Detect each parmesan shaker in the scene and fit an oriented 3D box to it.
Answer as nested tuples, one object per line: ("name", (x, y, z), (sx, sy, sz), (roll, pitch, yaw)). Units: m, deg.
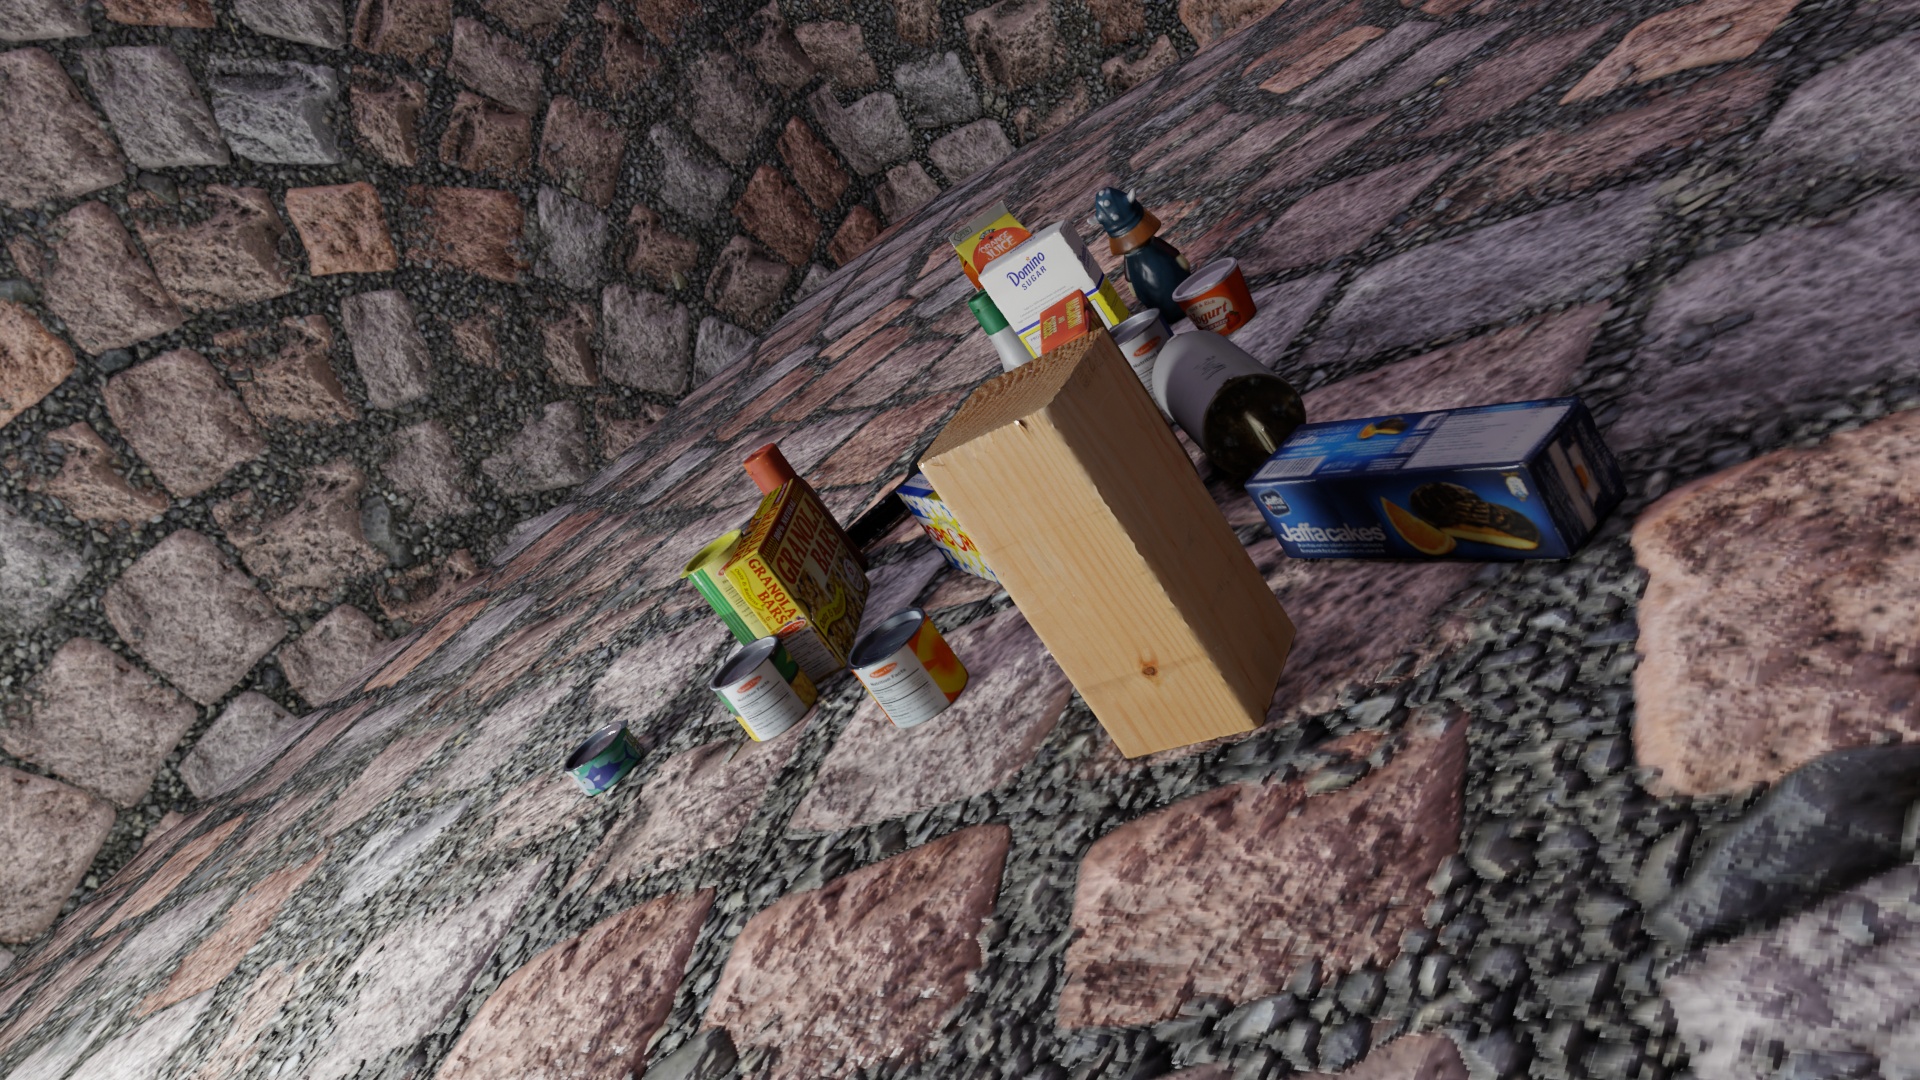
("parmesan shaker", (-0.205, 0.051, 1.307), (0.071, 0.103, 0.071), (-31, 18, 11))

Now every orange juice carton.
("orange juice carton", (0.068, -0.261, 1.475), (0.072, 0.192, 0.073), (-36, 17, -2))

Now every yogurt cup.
("yogurt cup", (0.240, -0.224, 1.299), (0.072, 0.054, 0.072), (-31, 18, 11))

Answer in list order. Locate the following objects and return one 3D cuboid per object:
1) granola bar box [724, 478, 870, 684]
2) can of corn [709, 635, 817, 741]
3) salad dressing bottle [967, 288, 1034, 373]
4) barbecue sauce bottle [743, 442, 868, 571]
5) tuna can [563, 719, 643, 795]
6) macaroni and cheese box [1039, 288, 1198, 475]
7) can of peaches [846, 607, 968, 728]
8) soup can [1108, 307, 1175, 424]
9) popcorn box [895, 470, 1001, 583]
("granola bar box", (-0.136, 0.031, 1.197), (0.039, 0.124, 0.166), (-30, 18, 15))
("can of corn", (-0.158, 0.118, 1.121), (0.071, 0.058, 0.071), (-31, 18, 11))
("salad dressing bottle", (0.062, -0.180, 1.351), (0.044, 0.147, 0.064), (-43, 19, -24))
("barbecue sauce bottle", (-0.150, -0.024, 1.326), (0.044, 0.148, 0.065), (-43, 19, -23))
("tuna can", (-0.320, 0.195, 1.256), (0.071, 0.032, 0.071), (-31, 18, 11))
("macaroni and cheese box", (0.117, -0.090, 0.987), (0.040, 0.166, 0.124), (-31, 18, 14))
("can of peaches", (-0.036, 0.089, 0.980), (0.071, 0.058, 0.071), (-31, 18, 11))
("soup can", (0.162, -0.147, 1.189), (0.071, 0.083, 0.071), (-31, 18, 11))
("popcorn box", (0.004, -0.014, 1.128), (0.038, 0.085, 0.126), (-39, 18, -14))
